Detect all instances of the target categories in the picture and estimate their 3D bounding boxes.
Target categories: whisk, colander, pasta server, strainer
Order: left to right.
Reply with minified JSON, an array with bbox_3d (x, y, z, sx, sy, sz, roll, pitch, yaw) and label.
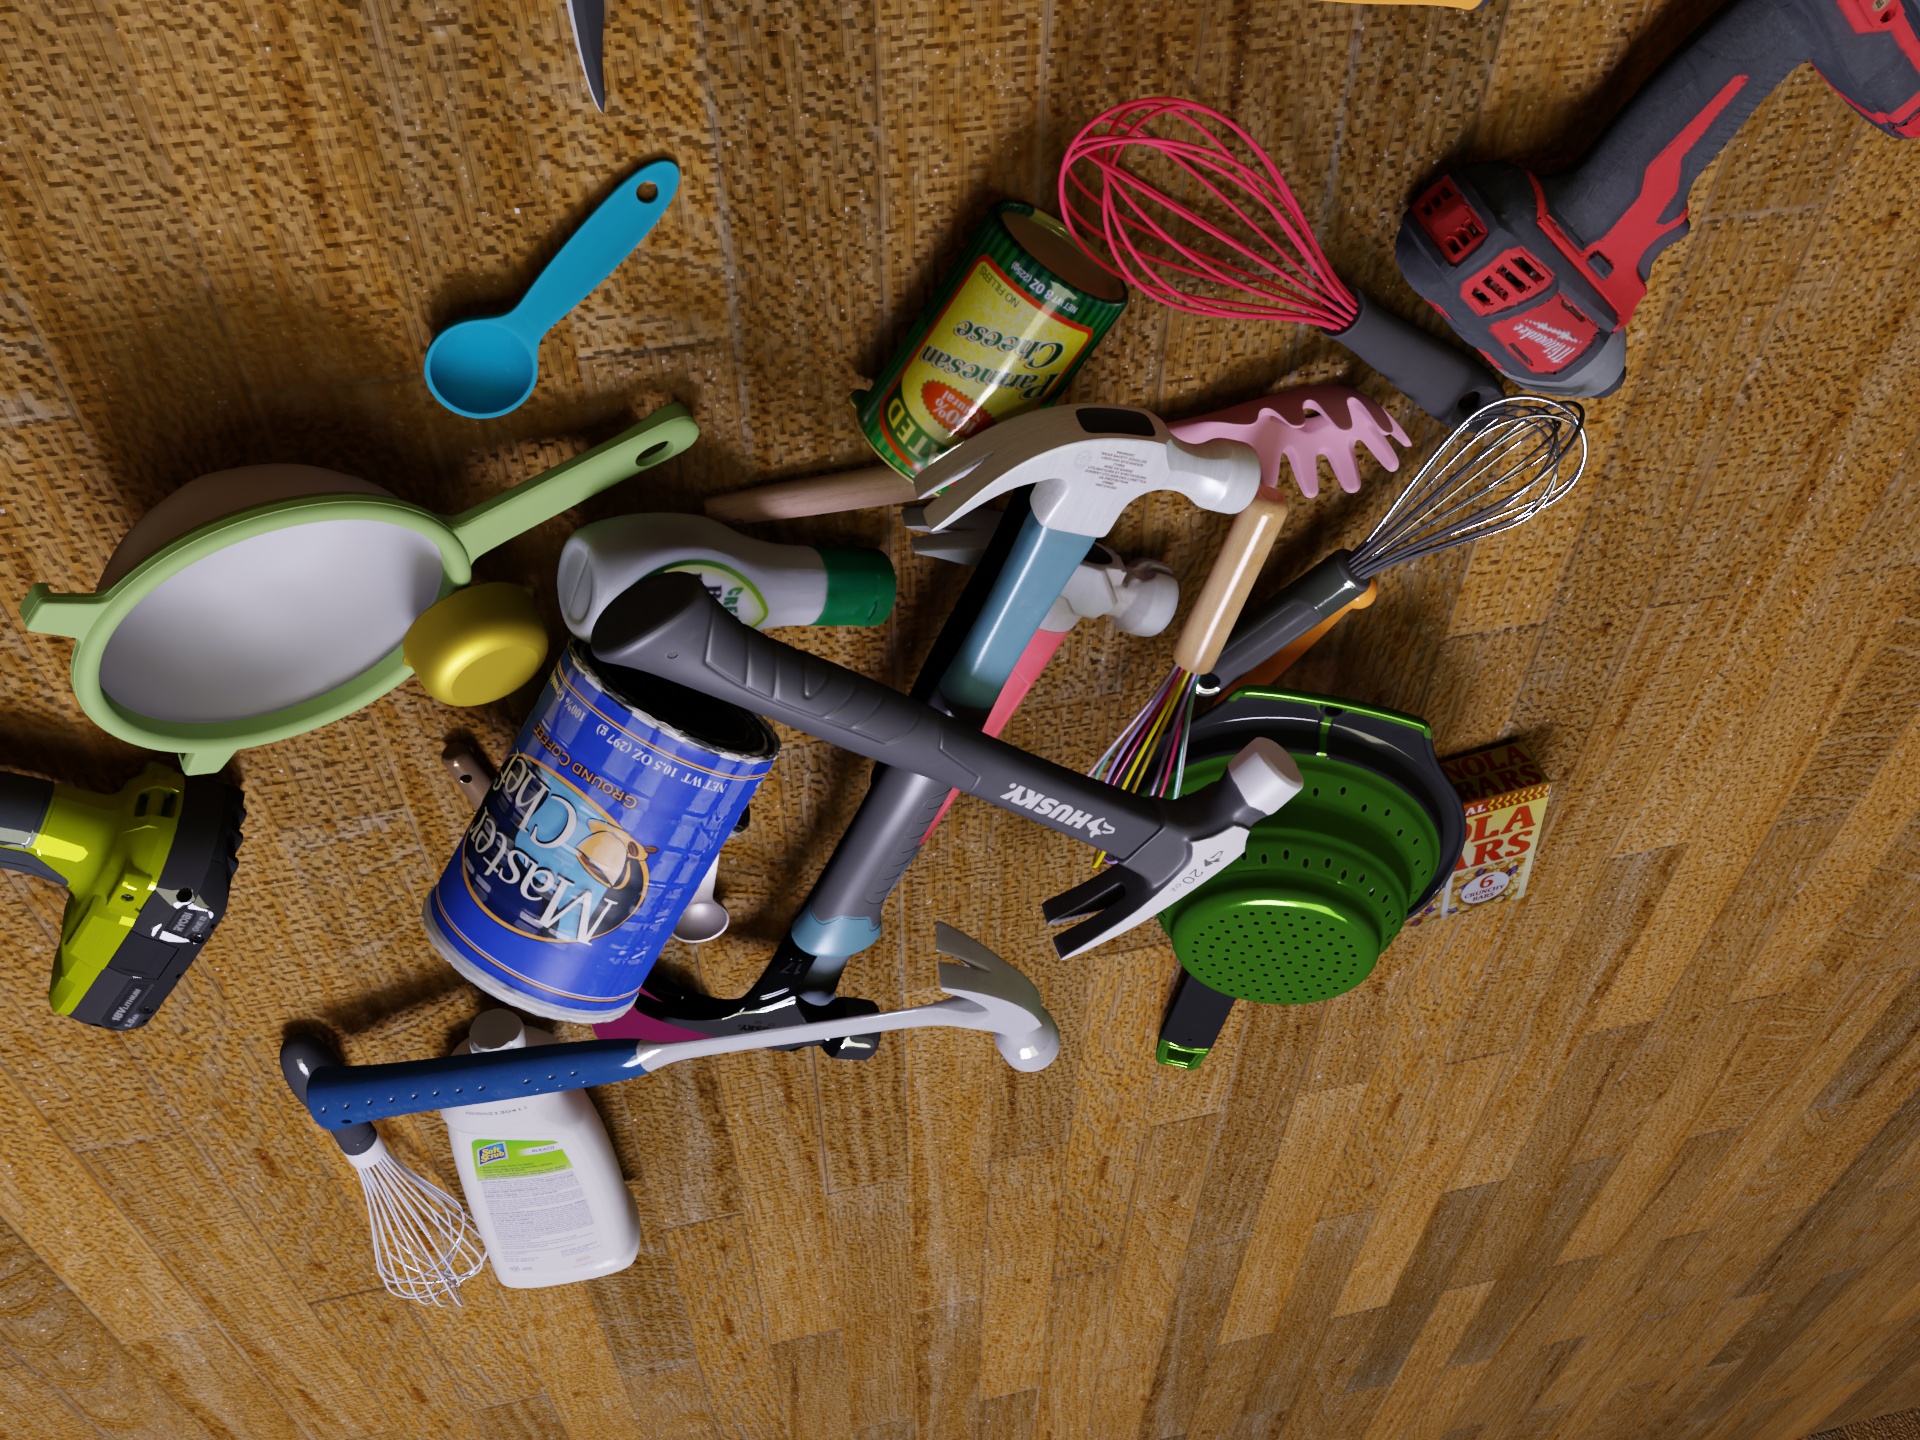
[{"bbox_3d":[-0.232,-0.082,0.637,0.256,0.069,0.151,-30,161,-14],"label":"strainer"},{"bbox_3d":[-0.358,0.281,0.987,0.070,0.070,0.284,-13,133,-6],"label":"whisk"},{"bbox_3d":[0.044,-0.111,0.712,0.316,0.040,0.060,-10,160,-7],"label":"pasta server"},{"bbox_3d":[0.108,-0.011,0.792,0.047,0.051,0.244,-27,148,-41],"label":"whisk"},{"bbox_3d":[0.167,0.143,0.945,0.204,0.095,0.396,11,141,1],"label":"colander"},{"bbox_3d":[0.147,-0.178,0.665,0.295,0.073,0.073,16,129,-41],"label":"whisk"},{"bbox_3d":[0.197,-0.077,0.771,0.057,0.059,0.246,38,132,-16],"label":"whisk"}]

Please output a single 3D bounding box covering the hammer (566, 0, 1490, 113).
[{"bbox_3d":[0.034,-0.267,0.544,0.336,0.034,0.127,-3,136,-16],"label":"hammer"}]

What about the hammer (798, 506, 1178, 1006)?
[{"bbox_3d":[-0.041,0.048,0.853,0.143,0.038,0.386,12,131,-27],"label":"hammer"}]

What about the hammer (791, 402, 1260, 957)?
[{"bbox_3d":[-0.001,-0.002,0.712,0.128,0.033,0.330,8,132,-26],"label":"hammer"}]

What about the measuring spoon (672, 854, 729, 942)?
[{"bbox_3d":[-0.142,0.073,0.868,0.034,0.018,0.124,-3,130,-16],"label":"measuring spoon"}]

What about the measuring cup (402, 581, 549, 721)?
[{"bbox_3d":[-0.195,-0.012,0.709,0.062,0.029,0.156,-31,158,-6],"label":"measuring cup"}]

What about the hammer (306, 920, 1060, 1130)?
[{"bbox_3d":[-0.159,0.173,0.842,0.405,0.035,0.143,-10,149,11],"label":"hammer"}]

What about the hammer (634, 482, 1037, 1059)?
[{"bbox_3d":[-0.042,0.039,0.793,0.149,0.036,0.408,11,130,-24],"label":"hammer"}]

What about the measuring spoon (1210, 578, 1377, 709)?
[{"bbox_3d":[0.179,-0.036,0.858,0.021,0.011,0.117,25,124,-37],"label":"measuring spoon"}]

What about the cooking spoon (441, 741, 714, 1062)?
[{"bbox_3d":[-0.209,0.113,0.881,0.069,0.017,0.318,-16,139,3],"label":"cooking spoon"}]

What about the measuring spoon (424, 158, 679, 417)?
[{"bbox_3d":[-0.154,-0.168,0.604,0.128,0.021,0.042,-42,134,12],"label":"measuring spoon"}]

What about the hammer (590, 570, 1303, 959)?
[{"bbox_3d":[-0.007,0.018,0.680,0.334,0.035,0.146,23,124,-37],"label":"hammer"}]

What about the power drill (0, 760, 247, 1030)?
[{"bbox_3d":[-0.459,0.061,0.698,0.228,0.080,0.190,24,124,-34],"label":"power drill"}]

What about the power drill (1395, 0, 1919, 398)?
[{"bbox_3d":[0.302,-0.226,0.652,0.143,0.079,0.219,27,125,-38],"label":"power drill"}]
